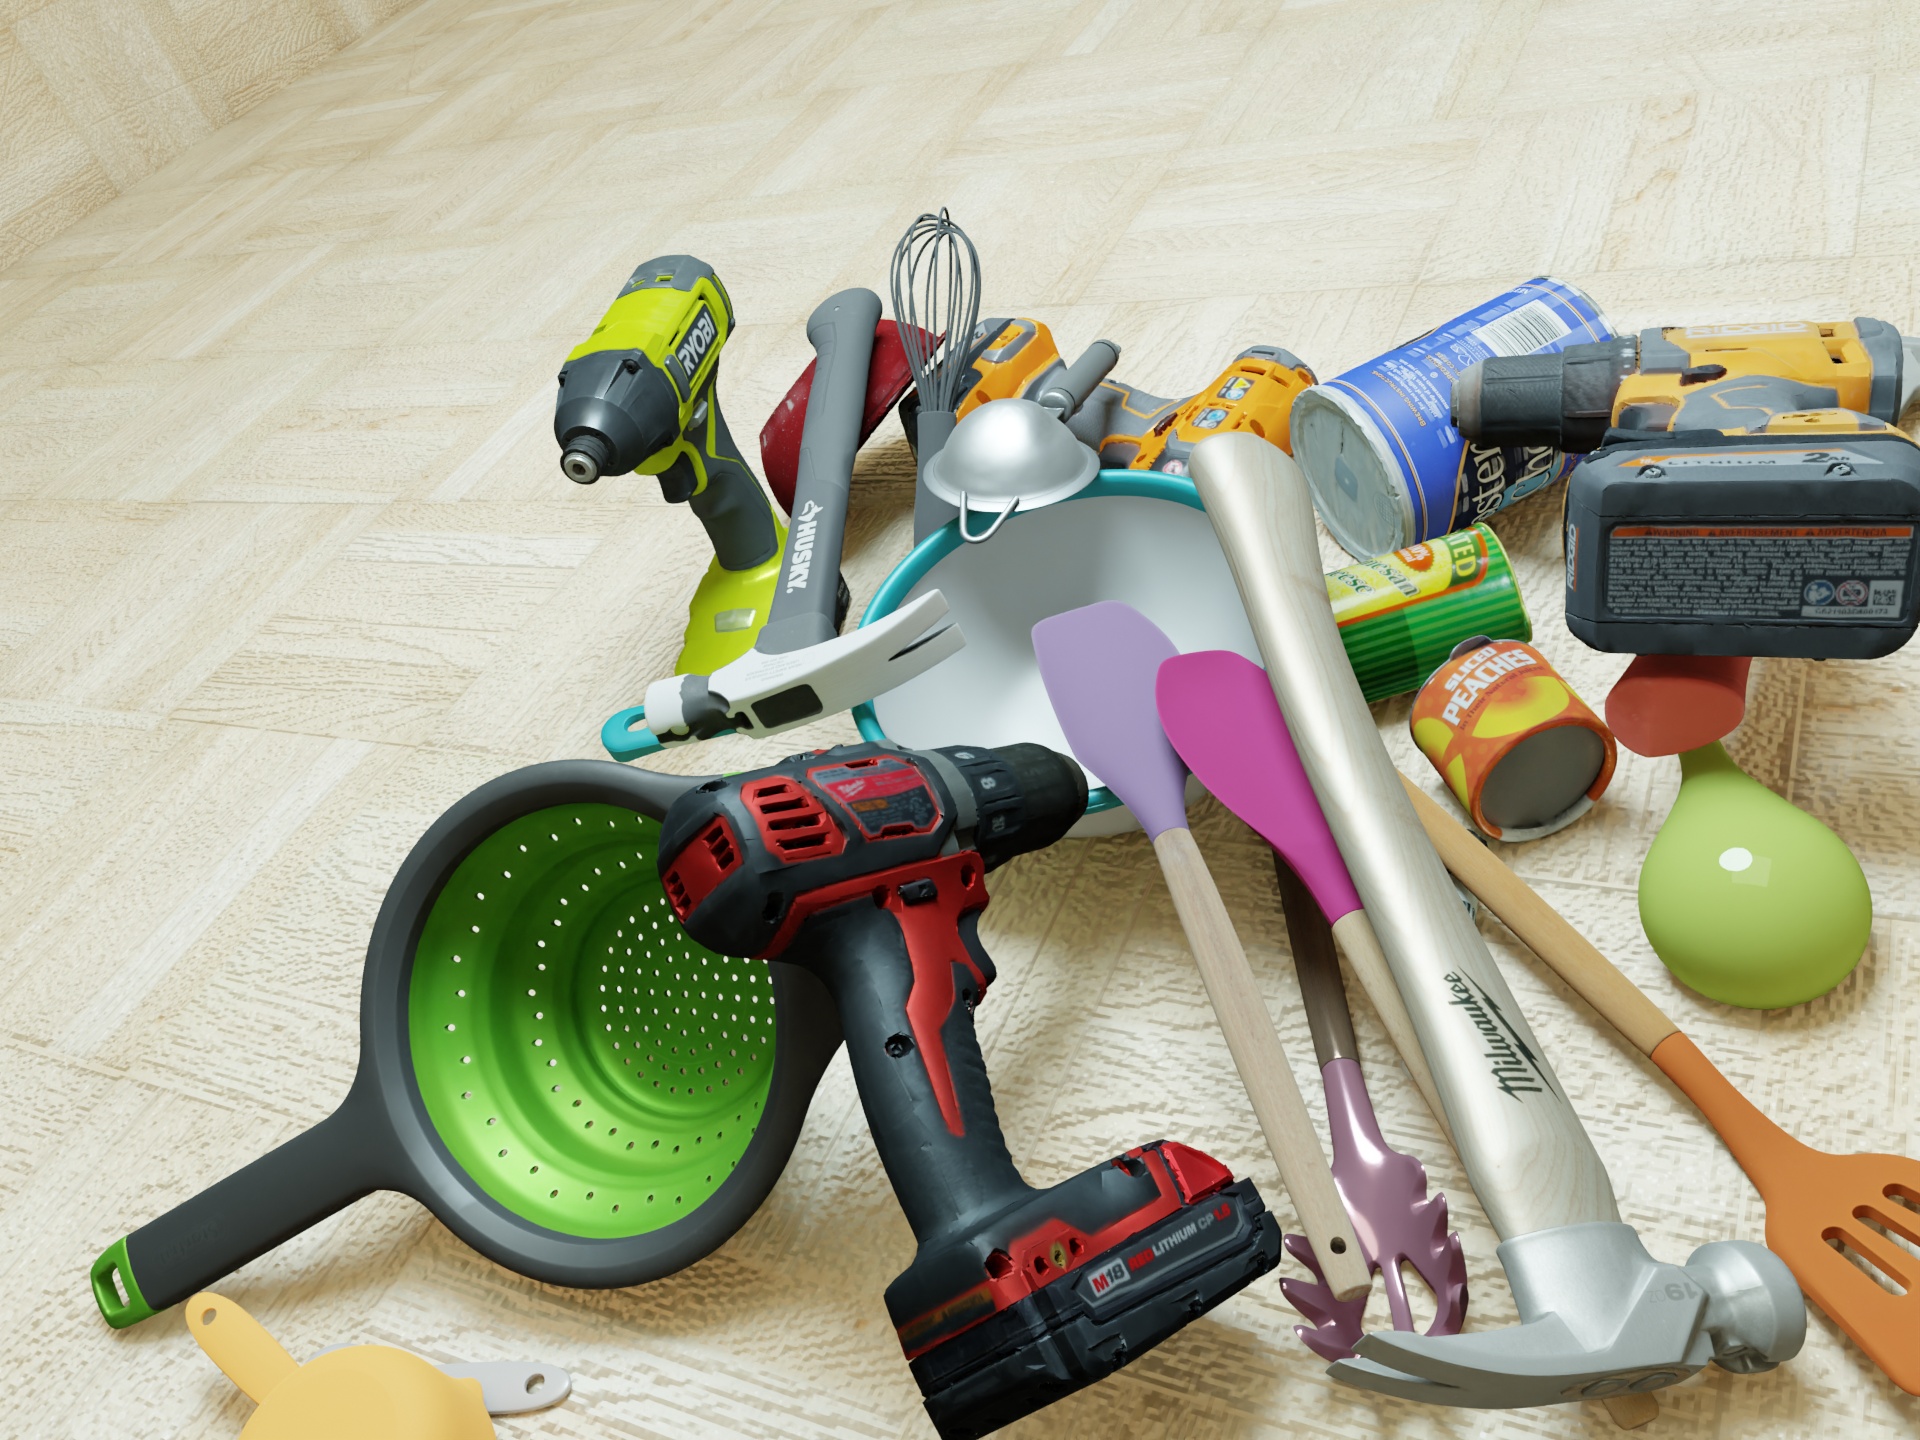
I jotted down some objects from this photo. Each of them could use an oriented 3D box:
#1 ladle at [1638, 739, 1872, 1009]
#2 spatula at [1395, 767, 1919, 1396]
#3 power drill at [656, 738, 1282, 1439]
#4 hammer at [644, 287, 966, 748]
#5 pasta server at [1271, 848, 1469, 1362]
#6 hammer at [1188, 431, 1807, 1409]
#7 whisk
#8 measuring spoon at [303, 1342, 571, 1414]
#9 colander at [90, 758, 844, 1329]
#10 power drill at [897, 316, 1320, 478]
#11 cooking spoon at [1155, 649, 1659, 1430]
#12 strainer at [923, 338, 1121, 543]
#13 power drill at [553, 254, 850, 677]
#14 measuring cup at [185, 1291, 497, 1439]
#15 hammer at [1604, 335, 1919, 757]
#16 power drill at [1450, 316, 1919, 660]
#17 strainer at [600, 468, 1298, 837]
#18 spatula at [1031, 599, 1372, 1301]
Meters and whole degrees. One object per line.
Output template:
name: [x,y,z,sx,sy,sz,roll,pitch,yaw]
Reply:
ladle: [0.307,-0.006,0.686,0.078,0.062,0.320,-11,33,16]
spatula: [0.238,0.095,0.574,0.081,0.041,0.323,-30,45,-9]
power drill: [0.015,0.105,0.555,0.188,0.080,0.227,-9,63,-46]
hammer: [-0.065,-0.125,0.820,0.146,0.035,0.335,-14,43,16]
pasta server: [0.141,0.110,0.619,0.060,0.040,0.317,-22,36,17]
hammer: [0.144,0.036,0.583,0.146,0.038,0.411,1,49,-17]
whisk: [-0.013,-0.173,0.908,0.055,0.239,0.055,0,0,0]
measuring spoon: [-0.210,0.258,0.622,0.124,0.018,0.034,-7,40,16]
colander: [-0.203,0.159,0.679,0.397,0.094,0.204,-31,78,16]
power drill: [0.077,-0.163,0.941,0.227,0.084,0.164,17,54,34]
cooking spoon: [0.152,0.093,0.572,0.068,0.017,0.319,-8,53,-23]
strainer: [0.046,-0.162,0.827,0.087,0.050,0.258,7,30,17]
power drill: [-0.143,-0.116,0.867,0.080,0.223,0.171,-6,41,19]
measuring cup: [-0.251,0.256,0.593,0.174,0.052,0.095,25,62,30]
hammer: [0.365,-0.095,0.716,0.149,0.036,0.359,17,43,38]
power drill: [0.291,-0.109,0.656,0.185,0.084,0.226,3,30,22]
strainer: [-0.001,-0.002,0.767,0.340,0.095,0.211,-12,47,13]
spatula: [0.090,0.064,0.600,0.060,0.018,0.316,-16,49,0]
